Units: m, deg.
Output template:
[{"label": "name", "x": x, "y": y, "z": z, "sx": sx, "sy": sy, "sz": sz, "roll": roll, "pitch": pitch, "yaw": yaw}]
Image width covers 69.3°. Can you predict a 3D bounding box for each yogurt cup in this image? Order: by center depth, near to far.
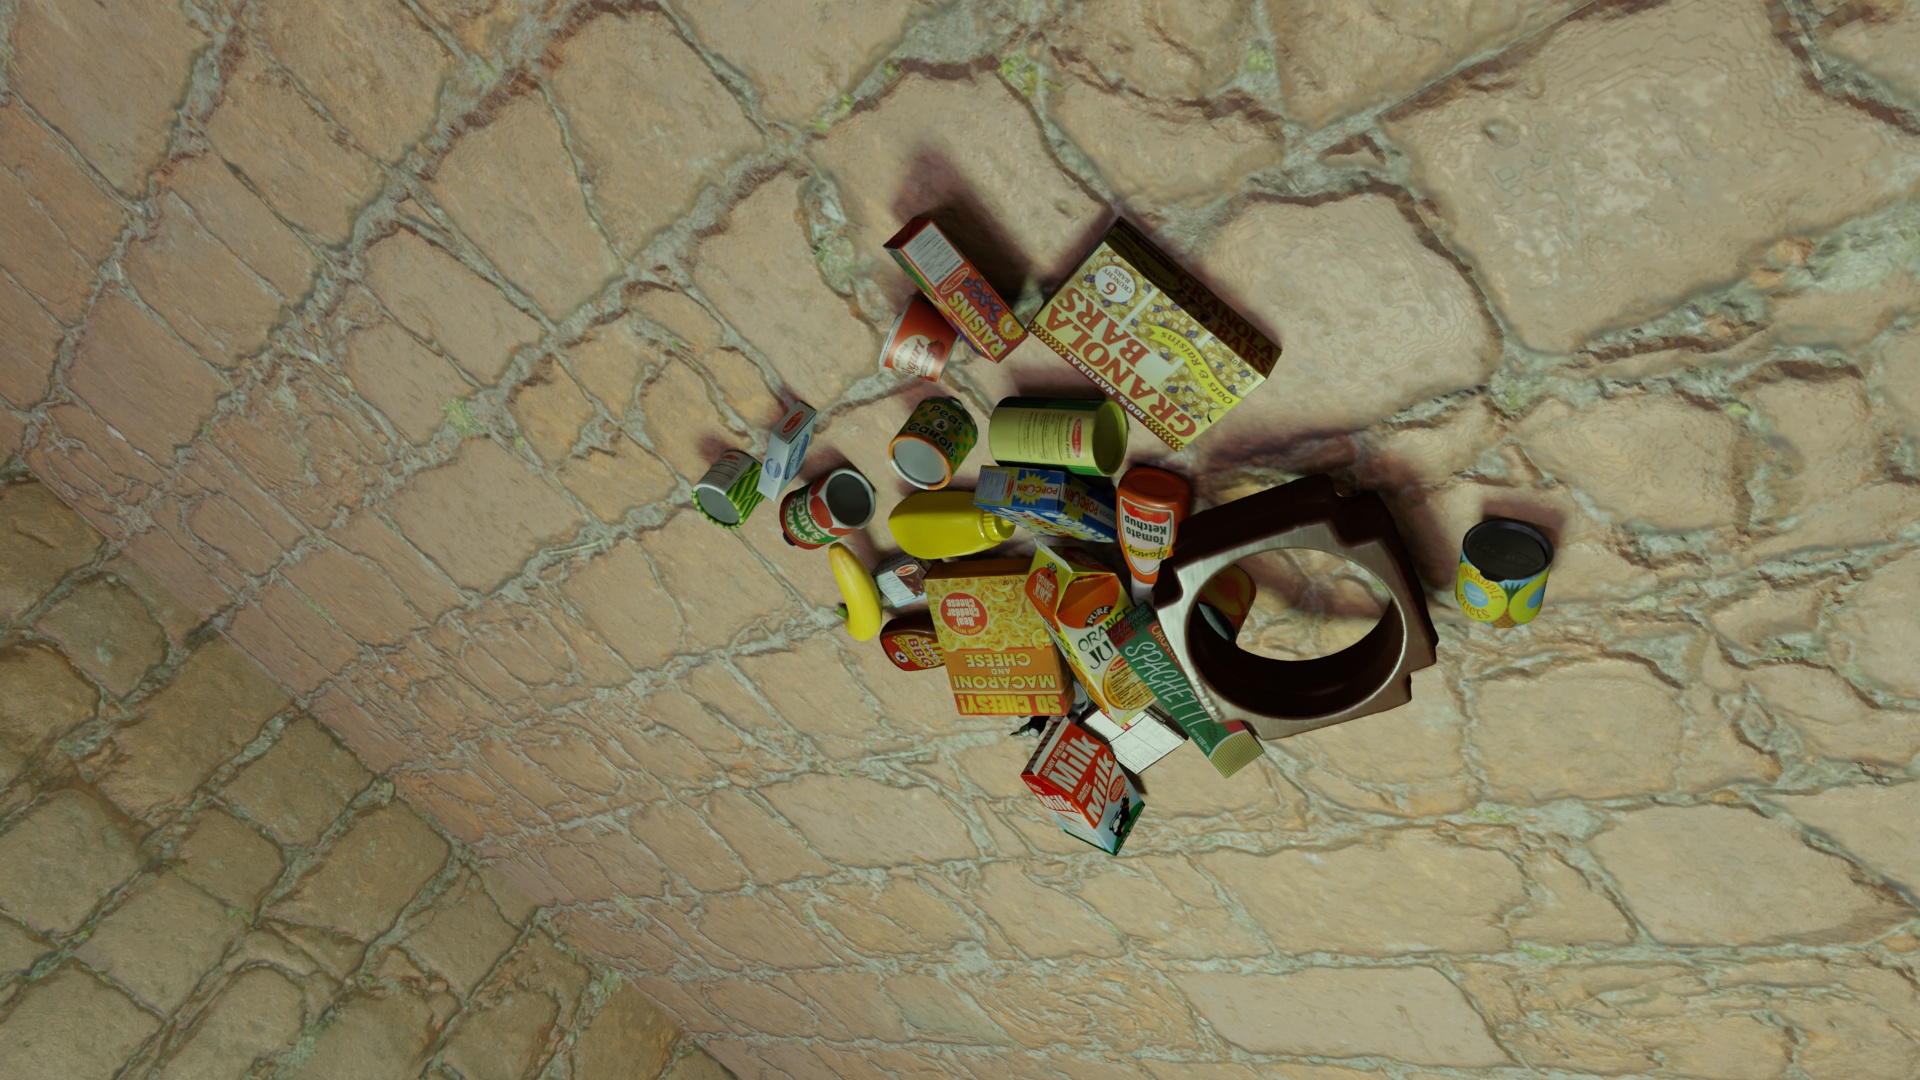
[{"label": "yogurt cup", "x": -0.033, "y": -0.172, "z": 1.204, "sx": 0.054, "sy": 0.073, "sz": 0.072, "roll": 25, "pitch": 143, "yaw": -1}]

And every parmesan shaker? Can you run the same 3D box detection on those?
[{"label": "parmesan shaker", "x": 0.085, "y": -0.094, "z": 1.202, "sx": 0.103, "sy": 0.072, "sz": 0.071, "roll": 6, "pitch": 135, "yaw": 33}]

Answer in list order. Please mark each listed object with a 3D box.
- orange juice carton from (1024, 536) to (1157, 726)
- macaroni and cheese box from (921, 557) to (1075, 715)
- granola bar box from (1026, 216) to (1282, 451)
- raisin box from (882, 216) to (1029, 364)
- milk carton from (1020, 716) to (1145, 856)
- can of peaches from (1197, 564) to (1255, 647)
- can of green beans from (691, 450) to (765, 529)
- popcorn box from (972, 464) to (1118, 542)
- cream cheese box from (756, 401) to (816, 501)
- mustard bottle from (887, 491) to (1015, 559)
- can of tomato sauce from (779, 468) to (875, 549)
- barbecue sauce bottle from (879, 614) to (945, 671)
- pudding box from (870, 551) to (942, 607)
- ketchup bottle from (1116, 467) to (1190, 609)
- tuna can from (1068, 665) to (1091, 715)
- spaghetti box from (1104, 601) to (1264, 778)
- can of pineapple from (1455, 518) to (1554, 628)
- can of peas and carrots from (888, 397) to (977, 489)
[{"label": "orange juice carton", "x": 0.126, "y": 0.078, "z": 1.332, "sx": 0.192, "sy": 0.073, "sz": 0.072, "roll": 58, "pitch": 173, "yaw": -28}, {"label": "macaroni and cheese box", "x": 0.042, "y": 0.100, "z": 1.420, "sx": 0.123, "sy": 0.040, "sz": 0.165, "roll": -3, "pitch": 117, "yaw": 23}, {"label": "granola bar box", "x": 0.150, "y": -0.158, "z": 1.101, "sx": 0.165, "sy": 0.039, "sz": 0.123, "roll": 39, "pitch": 143, "yaw": -6}, {"label": "raisin box", "x": -0.004, "y": -0.205, "z": 1.132, "sx": 0.123, "sy": 0.040, "sz": 0.086, "roll": 48, "pitch": 180, "yaw": -17}, {"label": "milk carton", "x": 0.129, "y": 0.264, "z": 1.516, "sx": 0.073, "sy": 0.072, "sz": 0.190, "roll": 18, "pitch": 156, "yaw": 38}, {"label": "can of peaches", "x": 0.231, "y": 0.061, "z": 1.267, "sx": 0.071, "sy": 0.058, "sz": 0.070, "roll": 20, "pitch": 140, "yaw": 17}, {"label": "can of green beans", "x": -0.247, "y": -0.054, "z": 1.498, "sx": 0.071, "sy": 0.058, "sz": 0.071, "roll": 20, "pitch": 141, "yaw": 18}, {"label": "popcorn box", "x": 0.080, "y": -0.032, "z": 1.243, "sx": 0.085, "sy": 0.038, "sz": 0.126, "roll": 7, "pitch": 172, "yaw": 32}, {"label": "cream cheese box", "x": -0.177, "y": -0.090, "z": 1.410, "sx": 0.024, "sy": 0.054, "sz": 0.103, "roll": 33, "pitch": 143, "yaw": 5}, {"label": "mustard bottle", "x": 0.005, "y": -0.017, "z": 1.359, "sx": 0.160, "sy": 0.049, "sz": 0.065, "roll": -3, "pitch": 130, "yaw": 38}, {"label": "can of tomato sauce", "x": -0.139, "y": -0.031, "z": 1.432, "sx": 0.071, "sy": 0.071, "sz": 0.083, "roll": 48, "pitch": 140, "yaw": -18}, {"label": "barbecue sauce bottle", "x": -0.019, "y": 0.108, "z": 1.520, "sx": 0.148, "sy": 0.044, "sz": 0.064, "roll": -11, "pitch": 122, "yaw": 43}, {"label": "pudding box", "x": -0.053, "y": 0.038, "z": 1.479, "sx": 0.083, "sy": 0.030, "sz": 0.049, "roll": -21, "pitch": 116, "yaw": 48}, {"label": "ketchup bottle", "x": 0.174, "y": 0.001, "z": 1.257, "sx": 0.065, "sy": 0.044, "sz": 0.148, "roll": 18, "pitch": 141, "yaw": 22}, {"label": "tuna can", "x": 0.114, "y": 0.151, "z": 1.476, "sx": 0.071, "sy": 0.033, "sz": 0.070, "roll": 20, "pitch": 141, "yaw": 18}, {"label": "spaghetti box", "x": 0.219, "y": 0.148, "z": 1.335, "sx": 0.050, "sy": 0.029, "sz": 0.249, "roll": -37, "pitch": 128, "yaw": 6}, {"label": "can of pineapple", "x": 0.420, "y": 0.027, "z": 1.079, "sx": 0.071, "sy": 0.071, "sz": 0.057, "roll": 14, "pitch": 139, "yaw": 24}, {"label": "can of peas and carrots", "x": -0.025, "y": -0.091, "z": 1.290, "sx": 0.071, "sy": 0.059, "sz": 0.070, "roll": 20, "pitch": 141, "yaw": 17}]
